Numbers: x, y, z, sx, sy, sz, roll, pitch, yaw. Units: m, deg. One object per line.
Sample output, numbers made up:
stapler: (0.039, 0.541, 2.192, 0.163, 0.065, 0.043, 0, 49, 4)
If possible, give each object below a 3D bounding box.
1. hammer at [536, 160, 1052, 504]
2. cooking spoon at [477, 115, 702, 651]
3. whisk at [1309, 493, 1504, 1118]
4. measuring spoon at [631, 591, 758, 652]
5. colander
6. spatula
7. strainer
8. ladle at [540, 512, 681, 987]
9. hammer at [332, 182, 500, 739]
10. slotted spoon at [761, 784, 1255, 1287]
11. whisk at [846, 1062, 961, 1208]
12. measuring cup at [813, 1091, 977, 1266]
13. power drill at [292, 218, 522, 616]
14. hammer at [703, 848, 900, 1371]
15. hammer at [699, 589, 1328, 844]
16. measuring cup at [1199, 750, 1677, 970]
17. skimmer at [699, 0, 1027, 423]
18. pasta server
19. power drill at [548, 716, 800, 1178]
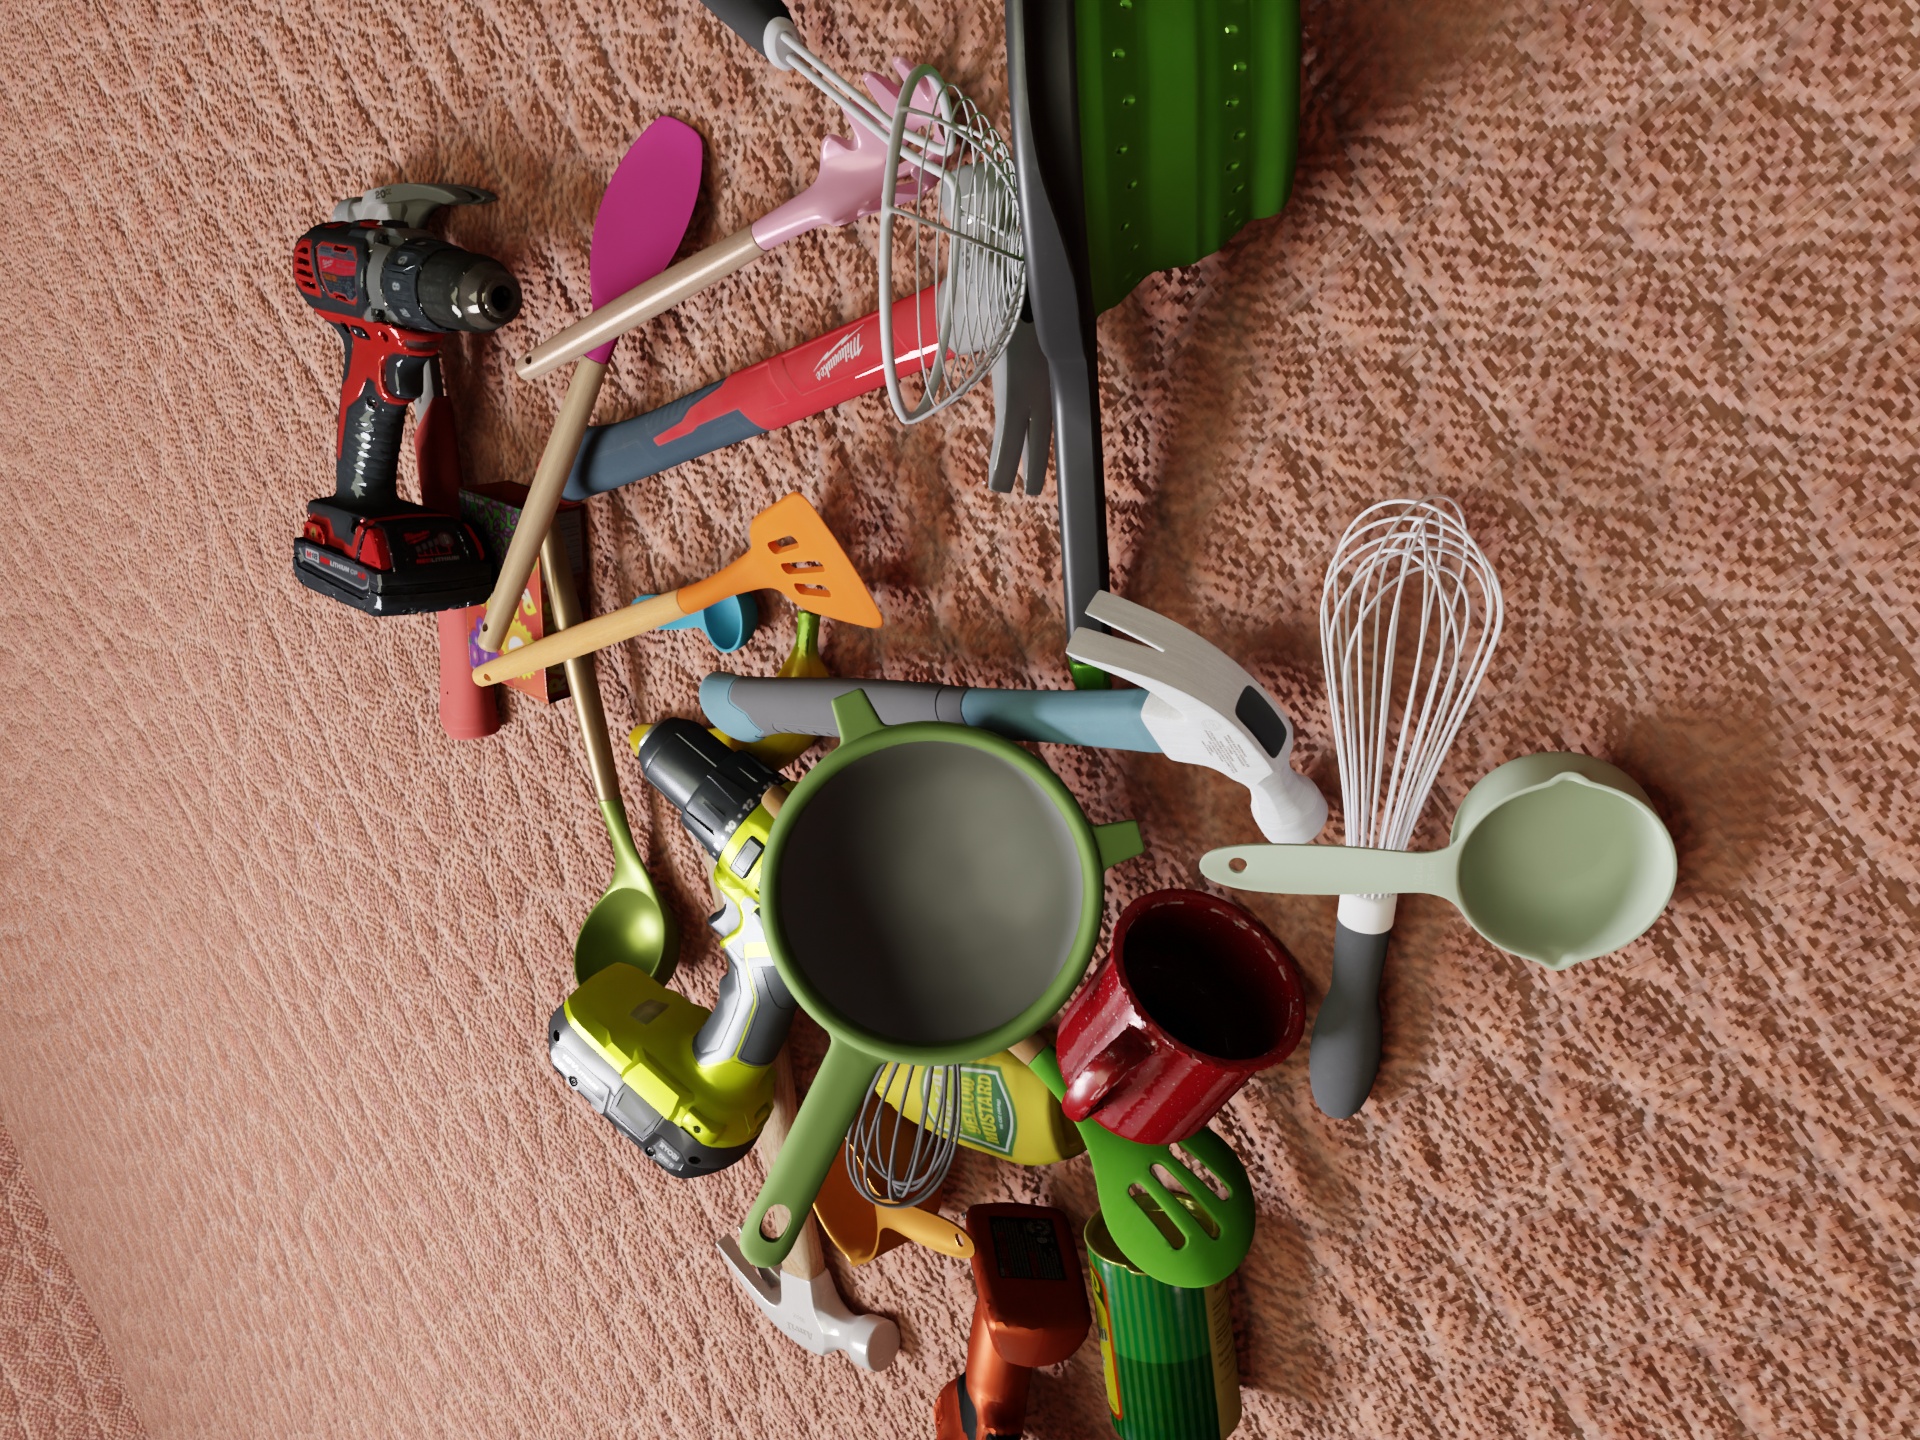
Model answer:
hammer: (-0.104, -0.149, 0.814, 0.386, 0.038, 0.143, -9, 84, 46)
cooking spoon: (-0.212, -0.178, 0.885, 0.069, 0.017, 0.318, 37, 111, 30)
whisk: (0.168, 0.046, 0.638, 0.070, 0.070, 0.284, 22, 124, 36)
measuring spoon: (-0.153, -0.064, 0.924, 0.129, 0.021, 0.042, 8, 106, 51)
colander: (0.079, -0.169, 0.615, 0.094, 0.205, 0.396, -1, 125, 8)
spatula: (-0.172, -0.056, 0.876, 0.322, 0.041, 0.081, -15, 118, 36)
strainer: (-0.035, 0.122, 0.721, 0.151, 0.069, 0.256, 25, 92, -2)
ladle: (-0.230, 0.027, 0.976, 0.078, 0.062, 0.320, 3, 111, 35)
hammer: (-0.335, -0.162, 1.039, 0.149, 0.036, 0.359, 11, 111, 40)
slotted spoon: (0.017, 0.141, 0.751, 0.314, 0.070, 0.031, 43, 164, 12)
whisk: (-0.012, 0.128, 0.793, 0.055, 0.055, 0.239, 13, 90, 39)
measuring cup: (-0.025, 0.255, 0.865, 0.174, 0.052, 0.095, 0, 103, 55)
power drill: (-0.328, -0.180, 0.950, 0.188, 0.080, 0.226, 19, 111, 37)
hammer: (-0.116, 0.234, 0.978, 0.130, 0.031, 0.331, 1, 105, 42)
hammer: (-0.001, -0.002, 0.736, 0.331, 0.033, 0.128, 2, 141, 41)
measuring cup: (0.175, 0.048, 0.595, 0.167, 0.038, 0.083, 0, 116, 14)
skimmer: (-0.075, -0.256, 0.671, 0.364, 0.090, 0.127, 52, 158, 38)
pasta server: (-0.123, -0.232, 0.789, 0.316, 0.040, 0.060, -16, 77, 35)
power drill: (-0.136, 0.126, 0.884, 0.190, 0.080, 0.228, 39, 117, 8)
